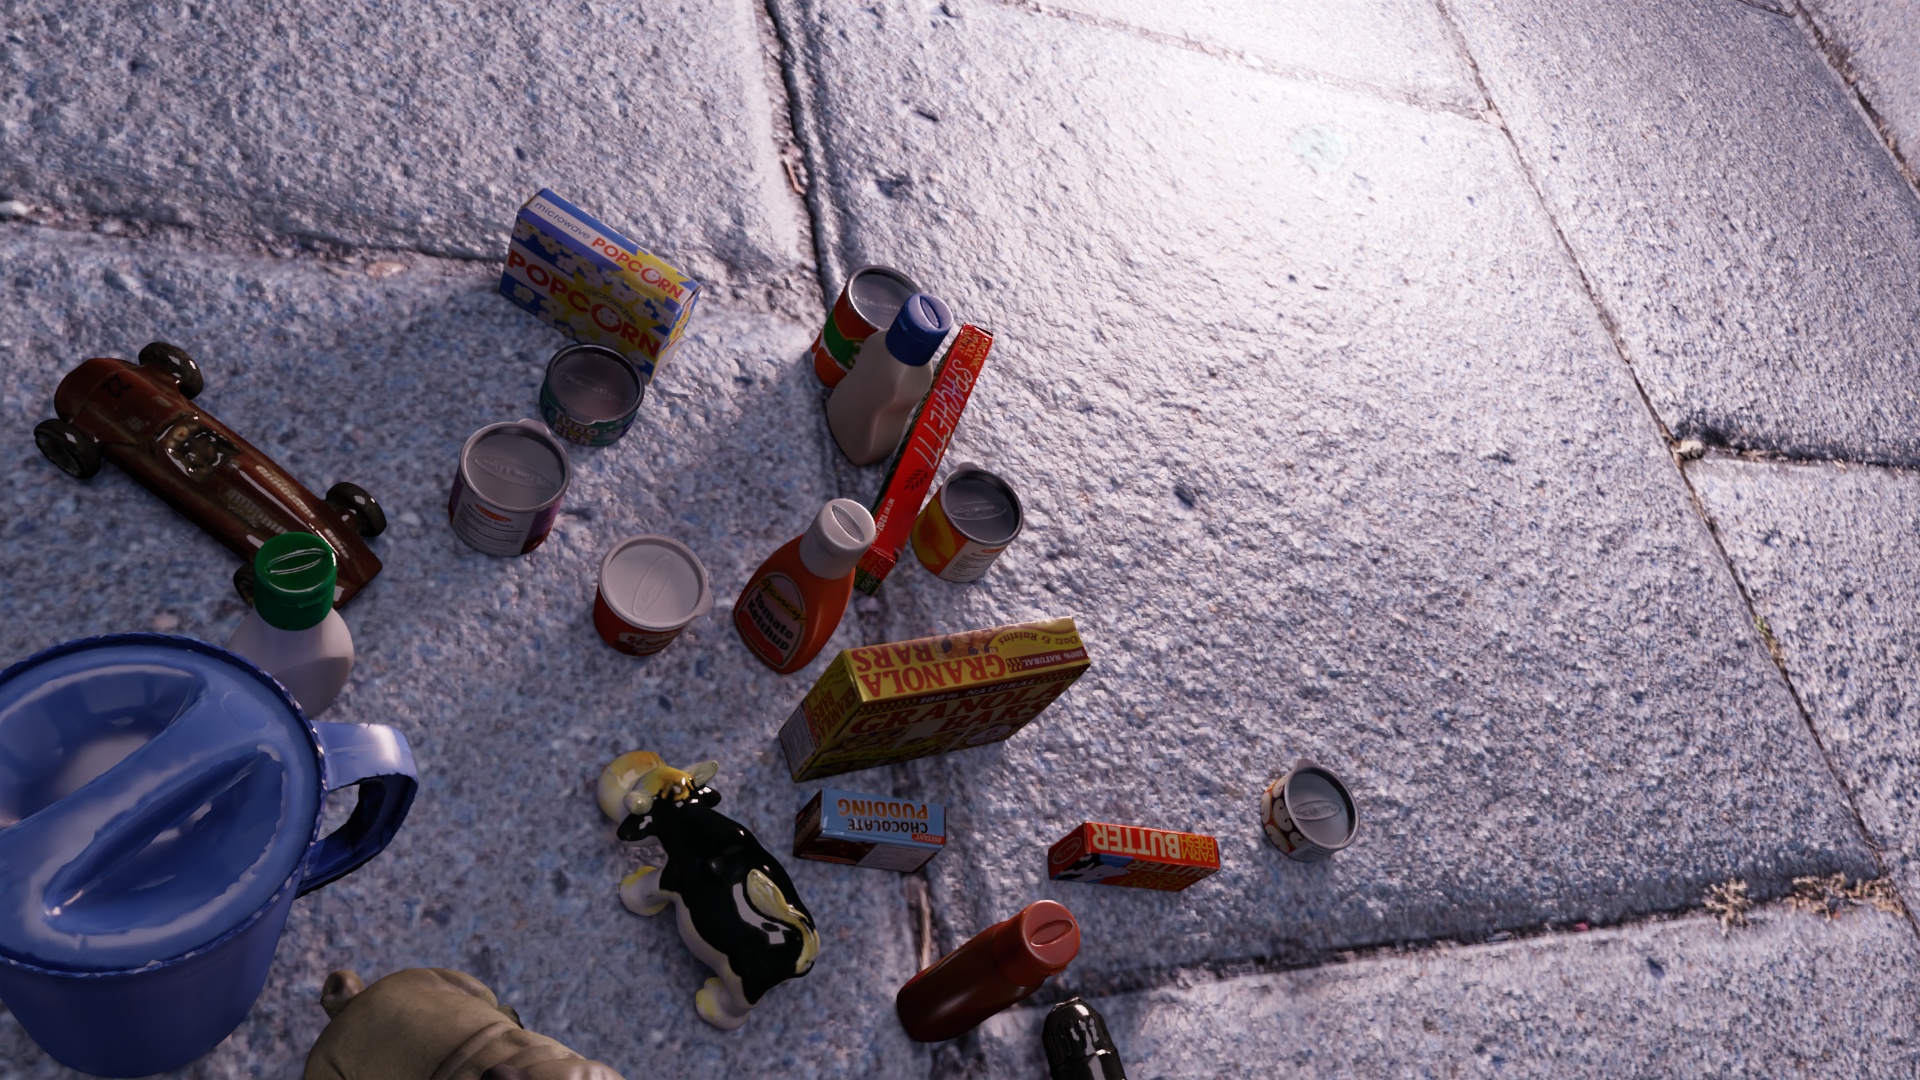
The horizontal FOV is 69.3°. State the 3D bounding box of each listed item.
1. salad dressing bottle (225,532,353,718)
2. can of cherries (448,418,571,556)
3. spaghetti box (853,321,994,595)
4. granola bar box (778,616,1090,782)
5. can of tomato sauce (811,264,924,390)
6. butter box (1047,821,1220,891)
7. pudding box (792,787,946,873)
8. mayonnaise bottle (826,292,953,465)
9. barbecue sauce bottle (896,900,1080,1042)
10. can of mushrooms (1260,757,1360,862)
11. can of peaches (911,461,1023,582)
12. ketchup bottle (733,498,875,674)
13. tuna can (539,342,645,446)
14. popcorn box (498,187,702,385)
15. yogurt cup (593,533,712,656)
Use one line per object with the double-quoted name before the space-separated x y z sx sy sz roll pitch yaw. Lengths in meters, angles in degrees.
"salad dressing bottle" -0.349 0.047 0.725 0.064 0.147 0.044 -19 70 -36
"can of cherries" -0.282 -0.033 0.873 0.071 0.058 0.072 14 54 -20
"spaghetti box" -0.028 -0.068 1.037 0.028 0.050 0.251 29 50 -9
"granola bar box" -0.017 0.101 0.882 0.166 0.123 0.039 -6 63 -31
"can of tomato sauce" -0.069 -0.155 1.052 0.071 0.082 0.071 14 54 -20
"butter box" 0.116 0.211 0.925 0.103 0.053 0.024 11 55 -22
"pudding box" -0.056 0.180 0.857 0.084 0.049 0.030 12 55 -21
"mayonnaise bottle" -0.050 -0.117 0.994 0.041 0.147 0.065 -14 67 -34
"barbecue sauce bottle" 0.018 0.245 0.789 0.065 0.147 0.044 -11 66 -33
"can of mushrooms" 0.256 0.199 1.021 0.071 0.033 0.071 14 54 -20
"can of peaches" 0.004 -0.013 1.012 0.071 0.057 0.071 14 54 -20
"ketchup bottle" -0.096 0.026 0.874 0.065 0.148 0.044 49 50 8
"tuna can" -0.253 -0.098 0.949 0.071 0.032 0.071 14 54 -20
"popcorn box" -0.252 -0.175 0.967 0.127 0.084 0.038 32 50 -6
"yogurt cup" -0.198 0.037 0.874 0.072 0.053 0.073 14 54 -20
